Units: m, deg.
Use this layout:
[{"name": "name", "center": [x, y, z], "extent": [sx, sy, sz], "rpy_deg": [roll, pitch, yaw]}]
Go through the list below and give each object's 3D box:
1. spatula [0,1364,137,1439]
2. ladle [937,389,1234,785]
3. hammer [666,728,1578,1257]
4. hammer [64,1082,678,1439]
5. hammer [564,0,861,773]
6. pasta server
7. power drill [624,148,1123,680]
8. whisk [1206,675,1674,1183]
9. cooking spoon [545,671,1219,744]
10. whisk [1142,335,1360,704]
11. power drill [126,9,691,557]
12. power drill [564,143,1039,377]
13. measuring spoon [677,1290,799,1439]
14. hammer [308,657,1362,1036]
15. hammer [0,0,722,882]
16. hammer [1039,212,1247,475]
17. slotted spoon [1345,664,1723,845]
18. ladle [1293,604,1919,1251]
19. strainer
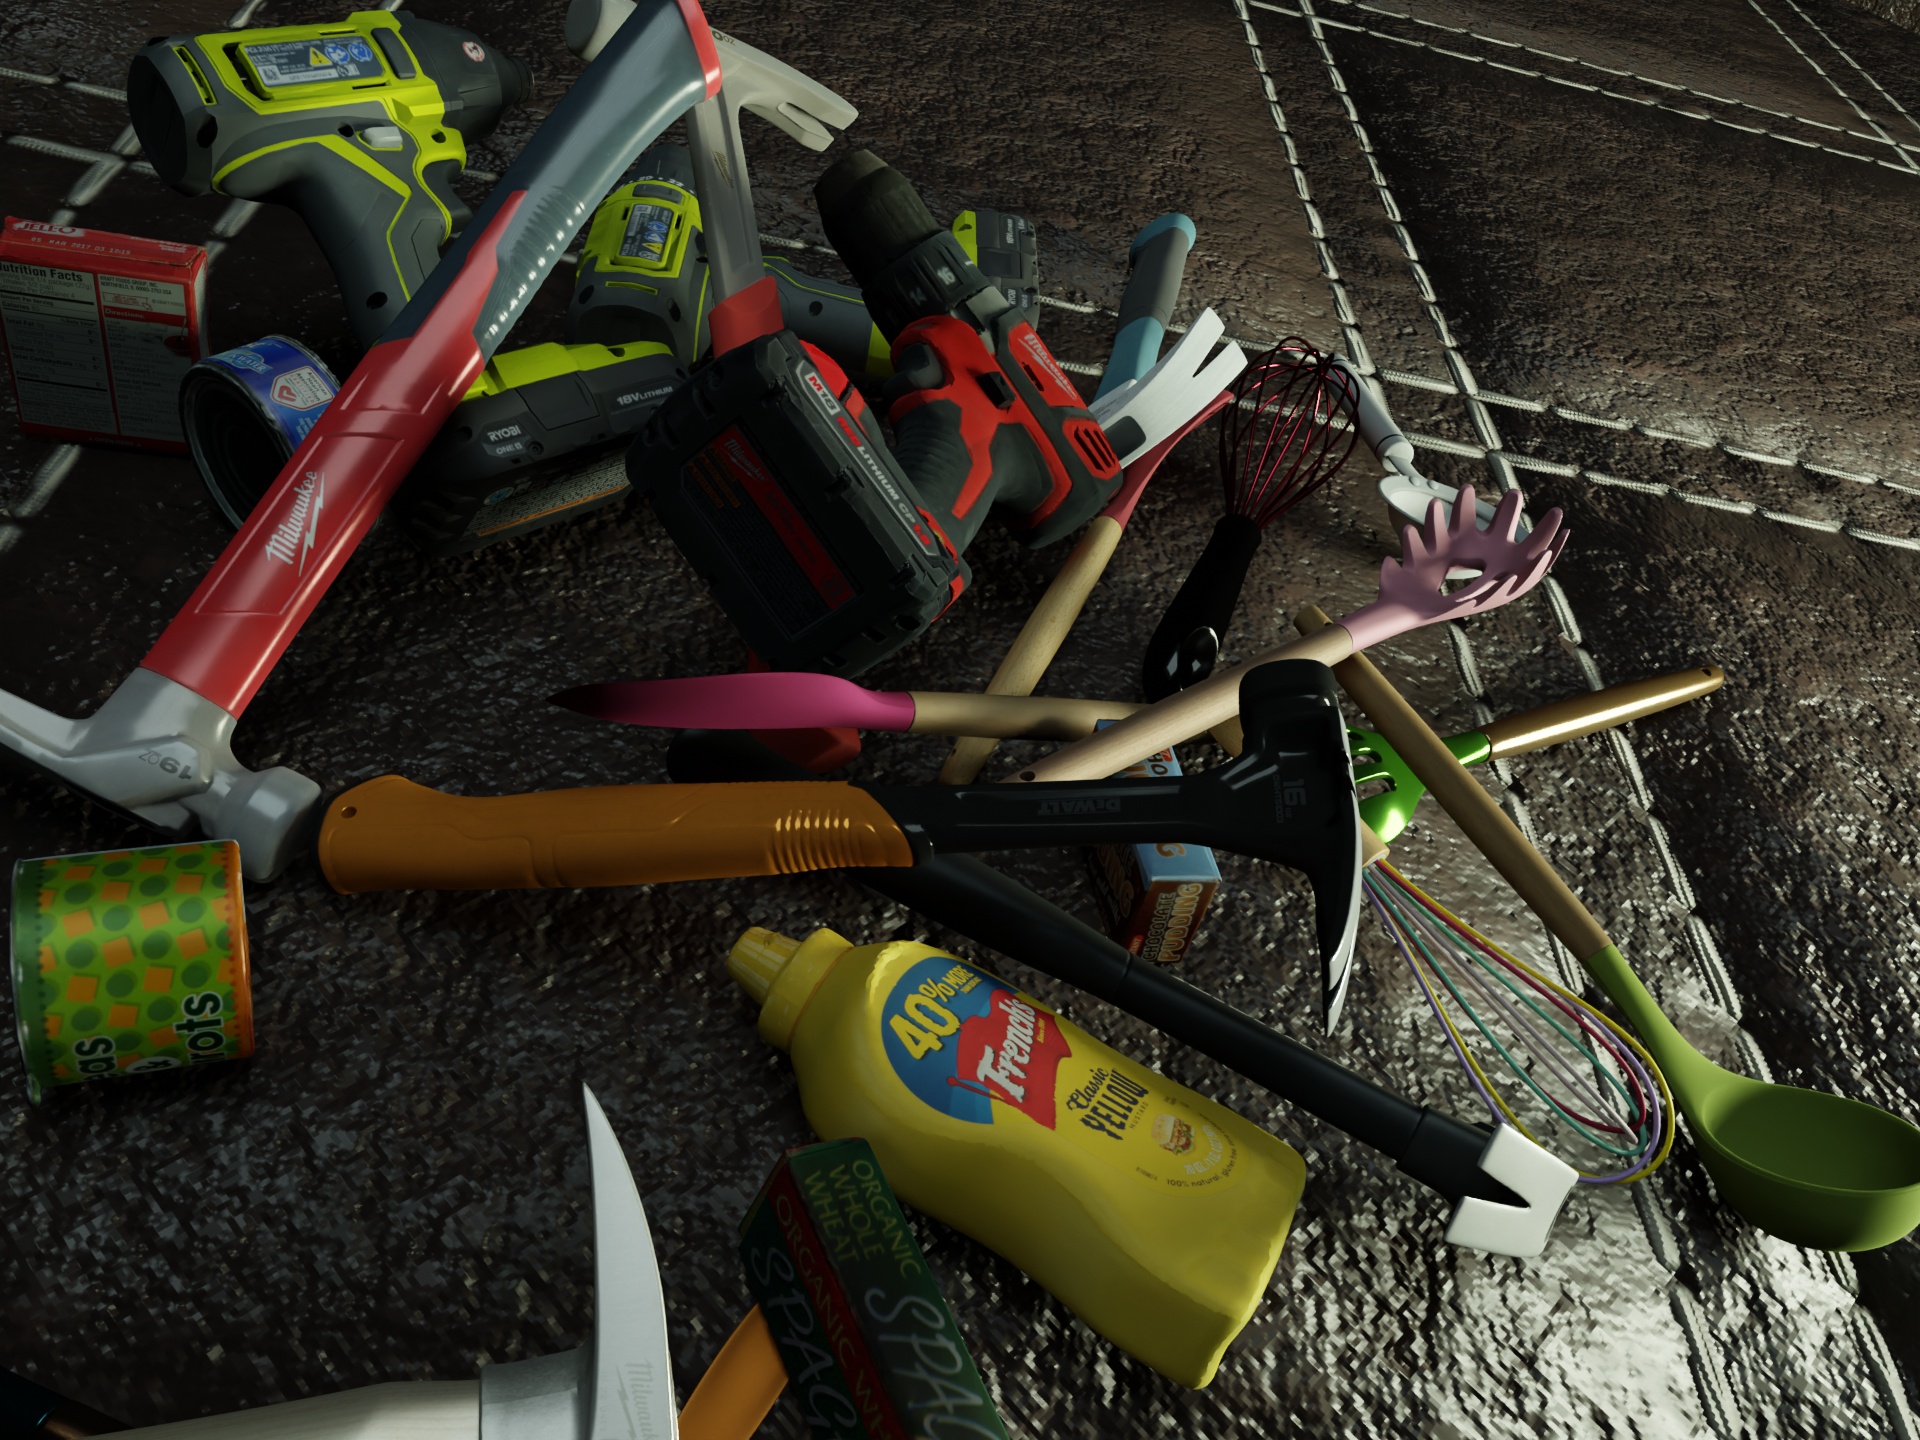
[{"name": "spatula", "center": [-0.199, 0.181, 0.377], "extent": [0.317, 0.044, 0.082], "rpy_deg": [24, 61, 4]}, {"name": "ladle", "center": [0.059, -0.072, 0.733], "extent": [0.031, 0.069, 0.315], "rpy_deg": [43, 48, -11]}, {"name": "hammer", "center": [0.040, 0.079, 0.532], "extent": [0.335, 0.146, 0.035], "rpy_deg": [27, 86, 19]}, {"name": "hammer", "center": [-0.268, 0.170, 0.335], "extent": [0.410, 0.038, 0.146], "rpy_deg": [-3, 64, -14]}, {"name": "hammer", "center": [-0.081, -0.148, 0.681], "extent": [0.149, 0.036, 0.359], "rpy_deg": [9, 61, -43]}, {"name": "pasta server", "center": [0.135, -0.030, 0.639], "extent": [0.316, 0.040, 0.060], "rpy_deg": [-24, 43, -32]}, {"name": "power drill", "center": [-0.033, -0.130, 0.635], "extent": [0.188, 0.080, 0.227], "rpy_deg": [55, 36, -7]}, {"name": "whisk", "center": [0.174, 0.070, 0.608], "extent": [0.051, 0.047, 0.245], "rpy_deg": [-19, 59, -37]}, {"name": "cooking spoon", "center": [-0.001, -0.002, 0.598], "extent": [0.318, 0.069, 0.017], "rpy_deg": [2, 80, -39]}, {"name": "whisk", "center": [0.142, -0.104, 0.786], "extent": [0.073, 0.073, 0.296], "rpy_deg": [24, 48, 7]}, {"name": "power drill", "center": [-0.215, -0.195, 0.674], "extent": [0.171, 0.080, 0.223], "rpy_deg": [-28, 86, -40]}, {"name": "power drill", "center": [-0.080, -0.230, 0.828], "extent": [0.228, 0.080, 0.191], "rpy_deg": [8, 44, -7]}, {"name": "measuring spoon", "center": [-0.070, 0.197, 0.433], "extent": [0.021, 0.011, 0.117], "rpy_deg": [32, 40, 8]}, {"name": "hammer", "center": [-0.047, 0.040, 0.501], "extent": [0.337, 0.034, 0.127], "rpy_deg": [-3, 44, 9]}, {"name": "hammer", "center": [-0.209, -0.140, 0.583], "extent": [0.143, 0.038, 0.386], "rpy_deg": [29, 68, -7]}, {"name": "hammer", "center": [0.097, -0.213, 0.866], "extent": [0.033, 0.128, 0.331], "rpy_deg": [50, 29, -20]}, {"name": "slotted spoon", "center": [0.254, 0.005, 0.732], "extent": [0.313, 0.031, 0.070], "rpy_deg": [-12, 55, -31]}, {"name": "ladle", "center": [0.237, 0.063, 0.619], "extent": [0.078, 0.062, 0.320], "rpy_deg": [-12, 55, -38]}, {"name": "strainer", "center": [0.241, -0.140, 0.871], "extent": [0.086, 0.050, 0.259], "rpy_deg": [9, 37, -19]}]
